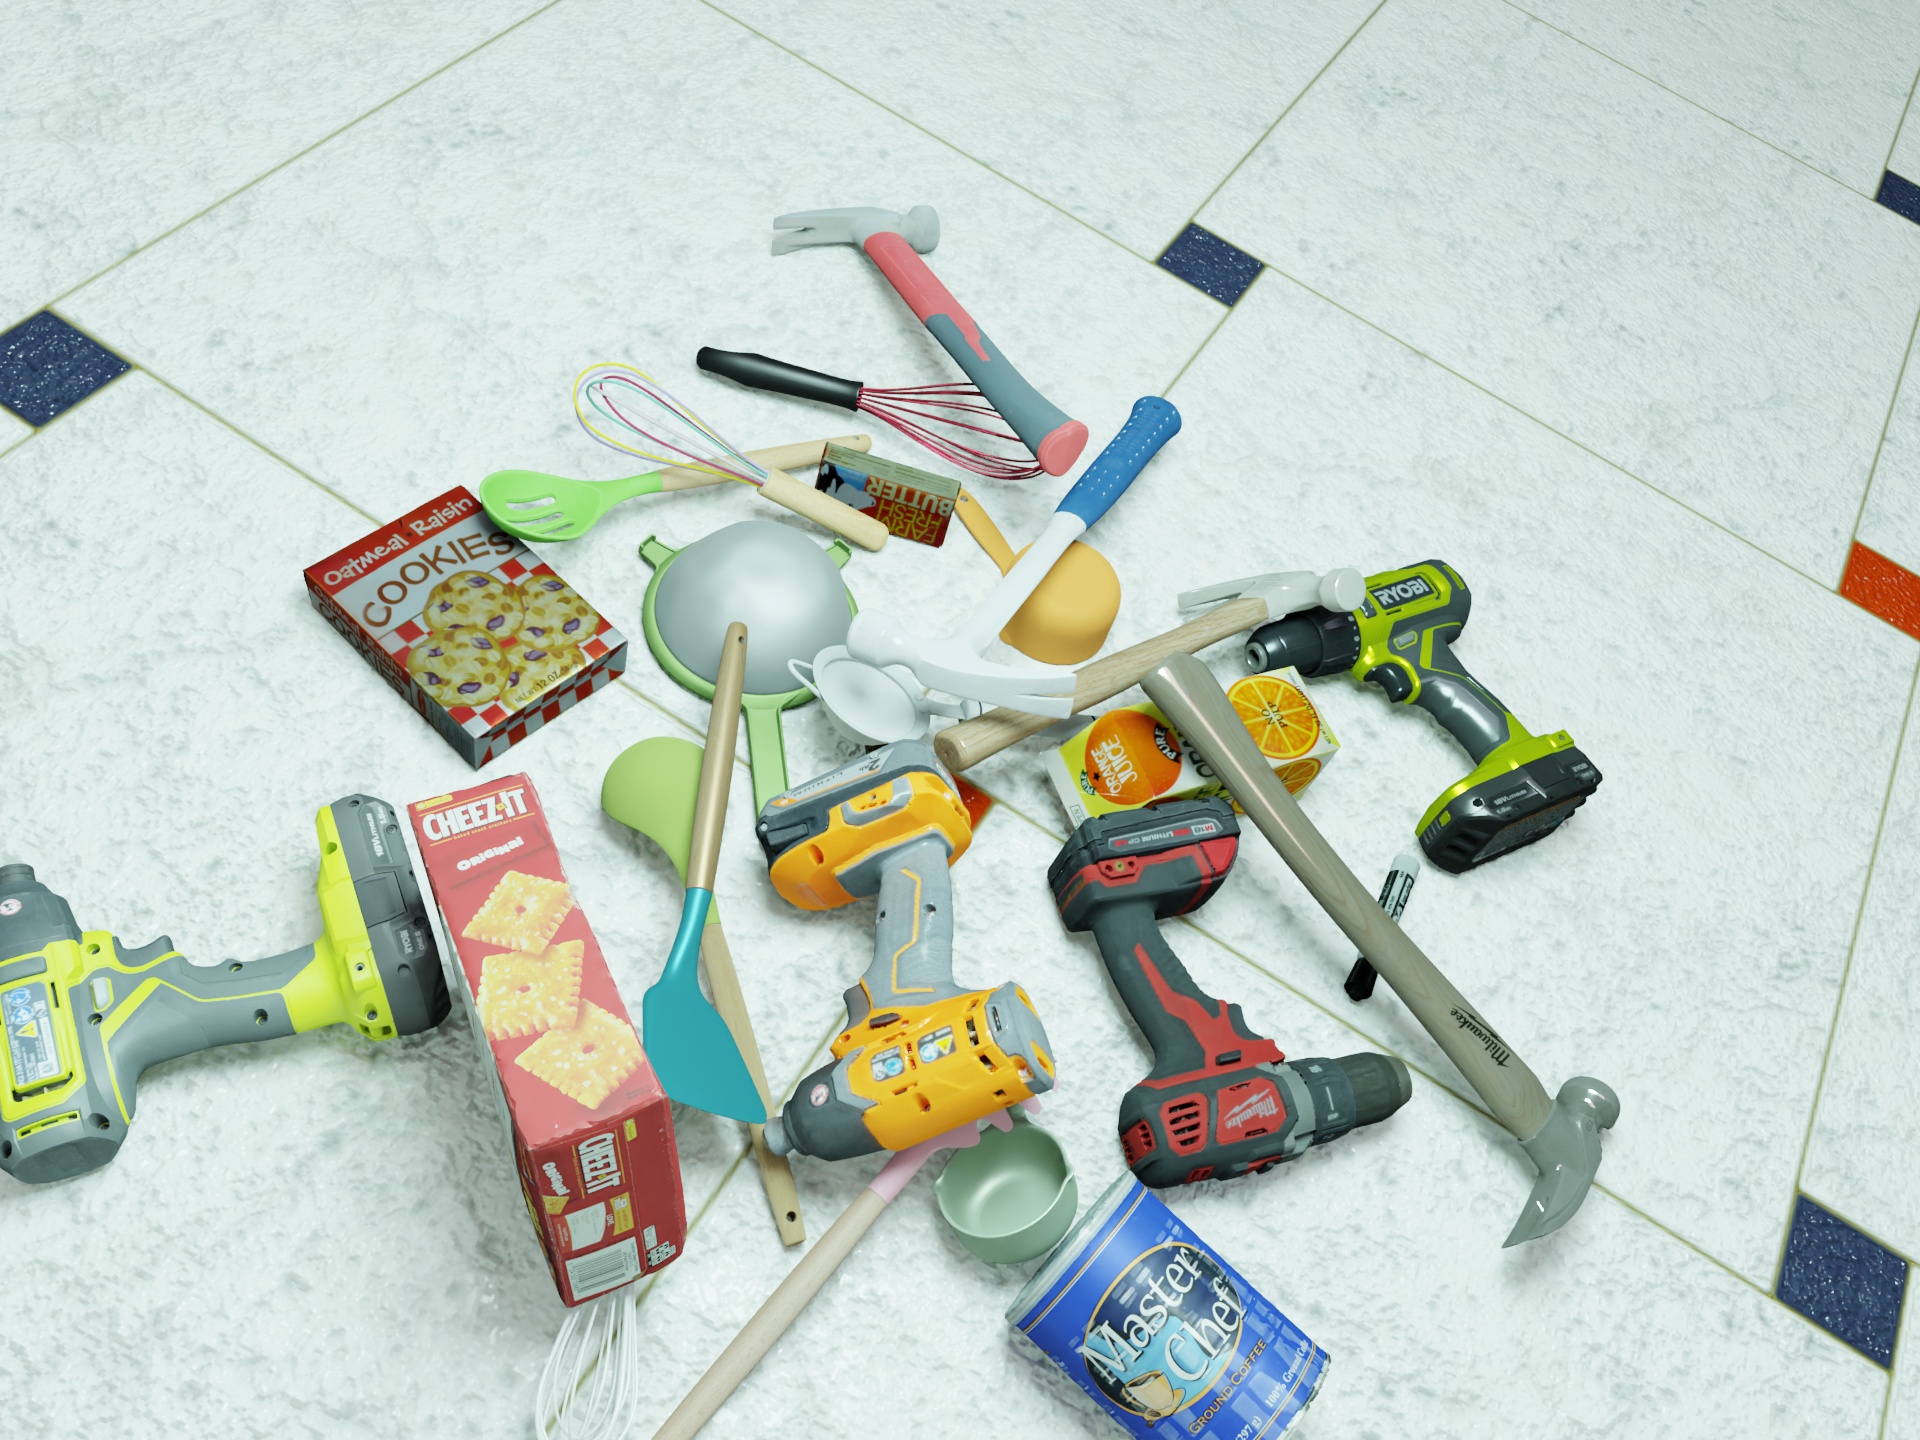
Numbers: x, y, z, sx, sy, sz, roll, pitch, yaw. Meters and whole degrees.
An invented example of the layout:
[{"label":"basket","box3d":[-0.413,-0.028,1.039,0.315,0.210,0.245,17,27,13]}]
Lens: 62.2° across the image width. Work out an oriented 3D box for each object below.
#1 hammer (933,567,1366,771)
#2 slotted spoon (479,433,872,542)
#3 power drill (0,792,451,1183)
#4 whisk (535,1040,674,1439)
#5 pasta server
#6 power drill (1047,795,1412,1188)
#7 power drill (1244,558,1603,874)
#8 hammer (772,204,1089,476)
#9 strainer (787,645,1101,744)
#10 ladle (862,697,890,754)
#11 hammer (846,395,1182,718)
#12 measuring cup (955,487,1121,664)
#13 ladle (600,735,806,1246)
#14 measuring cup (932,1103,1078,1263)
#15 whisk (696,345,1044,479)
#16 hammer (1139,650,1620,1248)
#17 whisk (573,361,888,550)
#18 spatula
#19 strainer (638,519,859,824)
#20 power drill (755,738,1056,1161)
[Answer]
[{"label":"hammer","box3d":[0.119,-0.039,1.079,0.331,0.130,0.031,-25,105,-31]},{"label":"slotted spoon","box3d":[-0.190,-0.171,1.122,0.313,0.031,0.070,-19,59,-36]},{"label":"power drill","box3d":[-0.403,0.127,0.853,0.223,0.080,0.171,-16,63,-22]},{"label":"whisk","box3d":[-0.179,0.269,0.841,0.057,0.059,0.247,40,41,-34]},{"label":"pasta server","box3d":[-0.059,0.282,0.857,0.316,0.060,0.040,-45,122,-25]},{"label":"power drill","box3d":[0.164,0.166,0.988,0.188,0.080,0.227,-8,62,-20]},{"label":"power drill","box3d":[0.331,-0.008,1.152,0.190,0.080,0.229,-17,60,-25]},{"label":"hammer","box3d":[-0.020,-0.297,1.206,0.143,0.038,0.387,-10,43,-21]},{"label":"strainer","box3d":[-0.002,-0.003,1.061,0.258,0.050,0.087,7,43,-26]},{"label":"ladle","box3d":[-0.041,0.092,1.010,0.069,0.031,0.316,0,55,-15]},{"label":"hammer","box3d":[0.078,-0.131,1.117,0.144,0.035,0.406,21,41,15]},{"label":"measuring cup","box3d":[0.049,-0.122,1.161,0.095,0.052,0.174,-26,69,-29]},{"label":"ladle","box3d":[-0.143,0.151,0.938,0.078,0.062,0.320,-10,67,-24]},{"label":"measuring cup","box3d":[0.034,0.240,0.922,0.083,0.038,0.168,-11,32,16]},{"label":"whisk","box3d":[-0.058,-0.242,1.210,0.296,0.073,0.073,15,54,1]},{"label":"hammer","box3d":[0.248,0.129,0.989,0.411,0.038,0.146,51,44,5]},{"label":"whisk","box3d":[-0.154,-0.181,1.107,0.244,0.051,0.047,25,51,-26]},{"label":"spatula","box3d":[-0.139,0.074,0.920,0.082,0.044,0.318,30,50,-38]},{"label":"strainer","box3d":[-0.129,-0.042,1.046,0.151,0.069,0.257,0,55,-16]},{"label":"power drill","box3d":[-0.051,0.136,0.907,0.164,0.084,0.227,-25,50,9]}]
